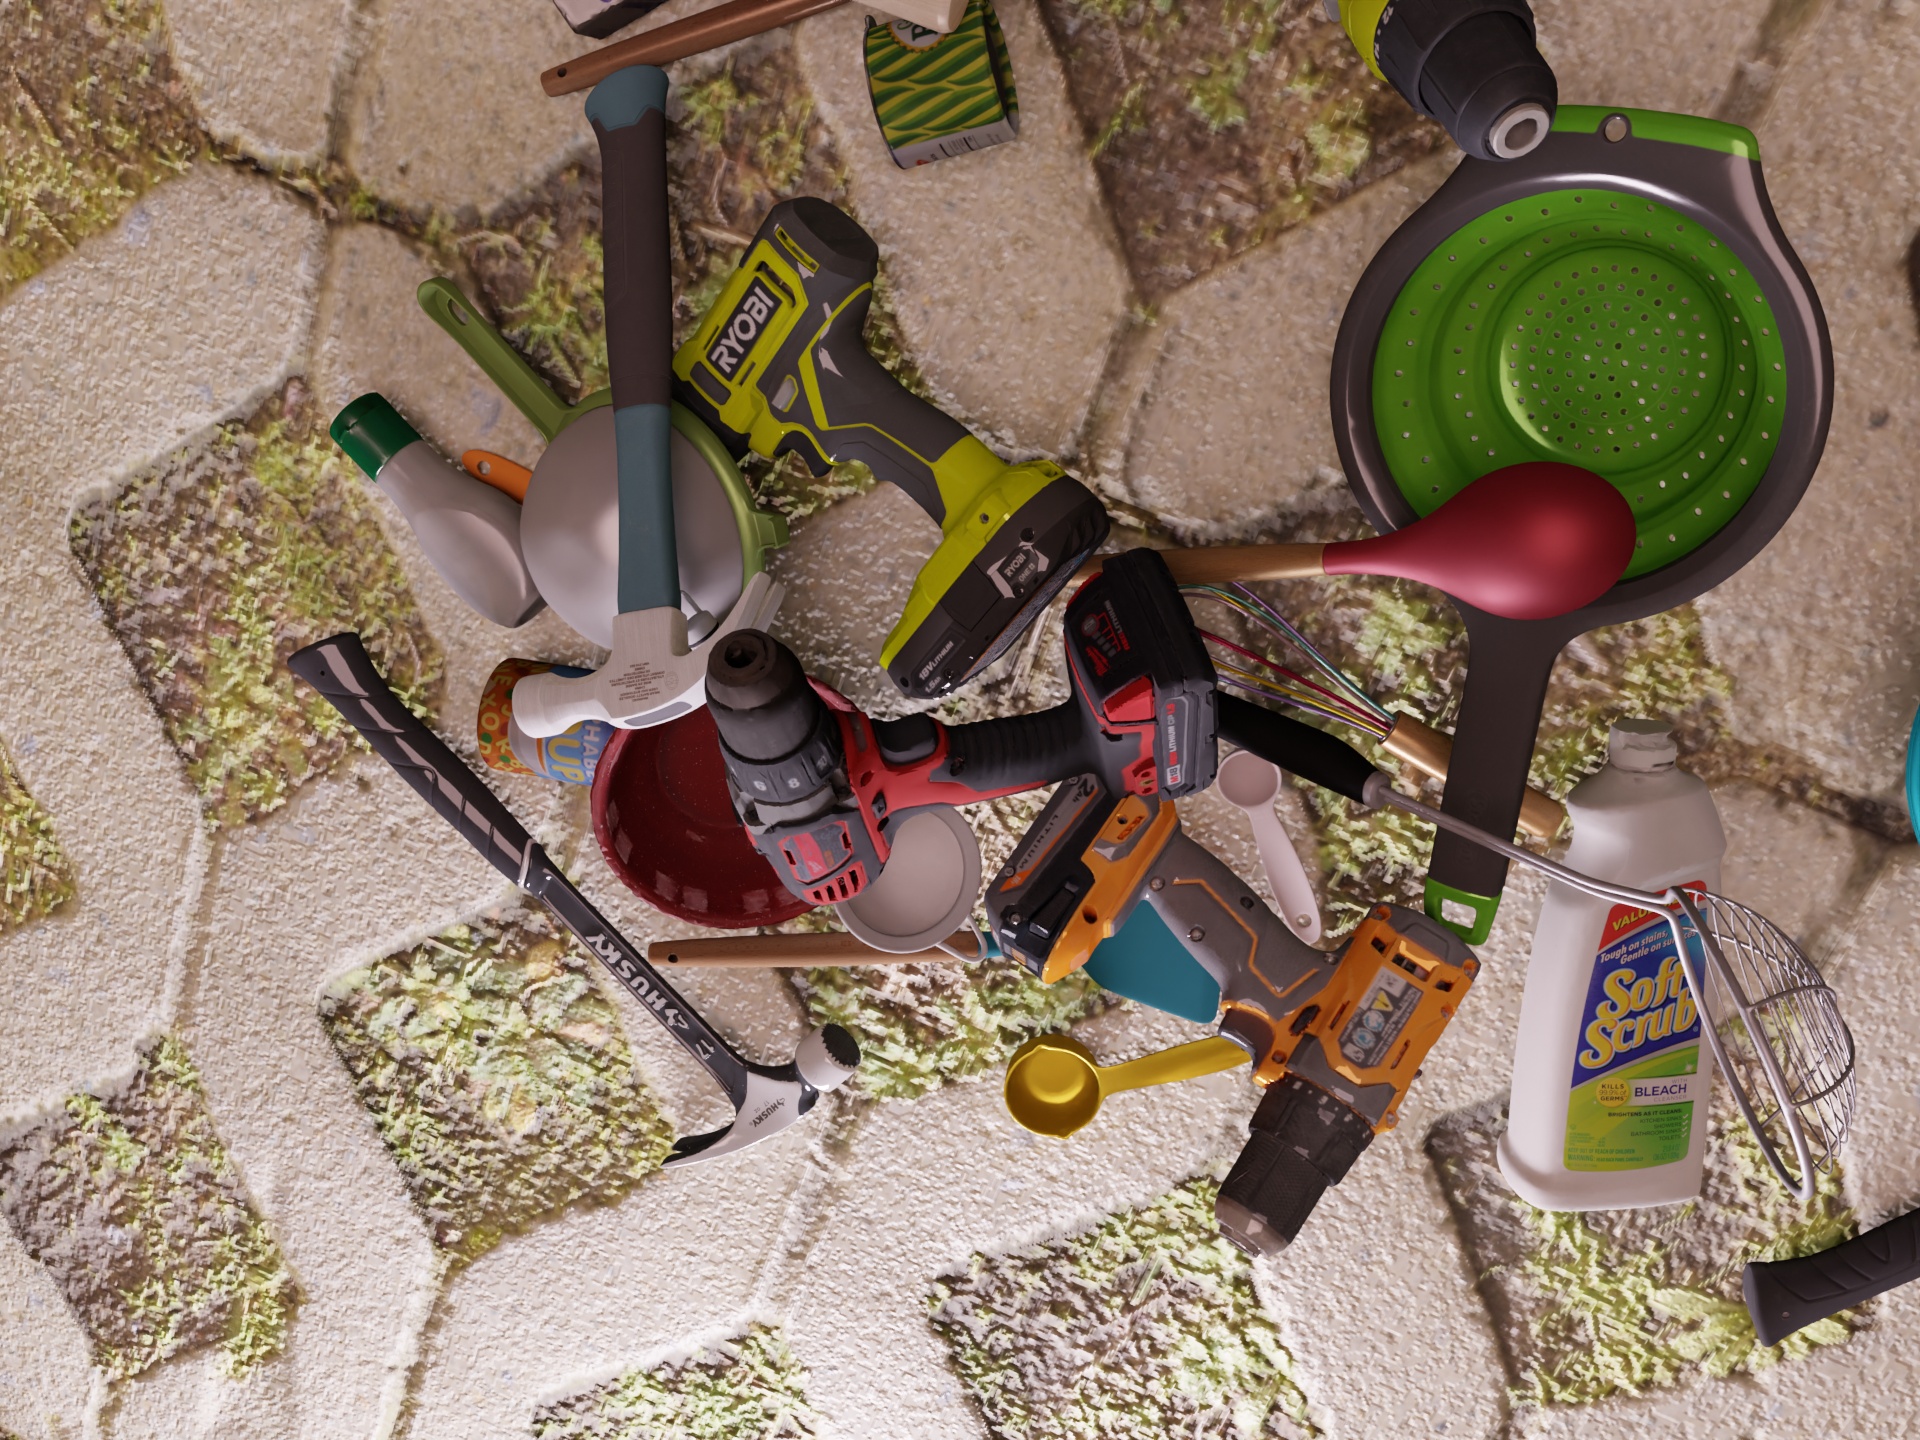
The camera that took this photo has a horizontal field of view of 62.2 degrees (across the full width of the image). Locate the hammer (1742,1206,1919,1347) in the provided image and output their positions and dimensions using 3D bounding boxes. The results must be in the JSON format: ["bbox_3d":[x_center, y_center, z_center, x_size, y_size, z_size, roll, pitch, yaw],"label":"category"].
[{"bbox_3d":[0.564,0.244,0.818,0.334,0.035,0.146,-35,97,20],"label":"hammer"}]

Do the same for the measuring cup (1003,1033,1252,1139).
[{"bbox_3d":[0.101,0.197,0.918,0.156,0.029,0.062,-14,104,5],"label":"measuring cup"}]

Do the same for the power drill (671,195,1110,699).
[{"bbox_3d":[-0.050,-0.125,0.805,0.223,0.080,0.171,46,123,6],"label":"power drill"}]

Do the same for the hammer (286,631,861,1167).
[{"bbox_3d":[-0.249,0.103,0.957,0.409,0.036,0.149,46,112,-4],"label":"hammer"}]

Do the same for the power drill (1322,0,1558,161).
[{"bbox_3d":[0.259,-0.333,0.633,0.228,0.191,0.080,-27,145,15],"label":"power drill"}]

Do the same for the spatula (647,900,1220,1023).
[{"bbox_3d":[-0.016,0.129,0.886,0.317,0.044,0.082,-2,106,-2],"label":"spatula"}]

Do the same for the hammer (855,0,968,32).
[{"bbox_3d":[-0.191,-0.388,0.737,0.410,0.038,0.146,22,111,8],"label":"hammer"}]

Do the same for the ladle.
[{"bbox_3d":[0.151,-0.077,0.754,0.315,0.031,0.069,0,107,37],"label":"ladle"}]

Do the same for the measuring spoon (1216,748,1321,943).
[{"bbox_3d":[0.171,0.067,0.863,0.034,0.018,0.124,-18,110,17],"label":"measuring spoon"}]

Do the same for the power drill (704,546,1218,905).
[{"bbox_3d":[-0.001,-0.002,0.732,0.226,0.080,0.187,-18,146,-2],"label":"power drill"}]

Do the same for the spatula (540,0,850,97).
[{"bbox_3d":[-0.064,-0.353,0.774,0.316,0.018,0.060,-10,86,16],"label":"spatula"}]

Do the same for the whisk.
[{"bbox_3d":[0.200,-0.004,0.816,0.245,0.047,0.051,30,108,-2],"label":"whisk"}]

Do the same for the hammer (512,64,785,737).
[{"bbox_3d":[-0.155,-0.161,0.766,0.128,0.033,0.331,-7,78,13],"label":"hammer"}]

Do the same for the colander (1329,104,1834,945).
[{"bbox_3d":[0.275,-0.079,0.745,0.205,0.094,0.396,17,120,28],"label":"colander"}]

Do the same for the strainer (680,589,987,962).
[{"bbox_3d":[-0.071,0.031,0.833,0.087,0.050,0.258,-43,112,-15],"label":"strainer"}]

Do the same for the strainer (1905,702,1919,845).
[{"bbox_3d":[0.508,-0.057,0.703,0.211,0.095,0.340,-14,102,14],"label":"strainer"}]

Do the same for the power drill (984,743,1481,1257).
[{"bbox_3d":[0.119,0.137,0.801,0.226,0.084,0.185,32,75,15],"label":"power drill"}]

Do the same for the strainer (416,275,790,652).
[{"bbox_3d":[-0.213,-0.130,0.825,0.256,0.069,0.151,48,132,5],"label":"strainer"}]

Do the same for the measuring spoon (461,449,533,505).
[{"bbox_3d":[-0.230,-0.121,0.891,0.117,0.011,0.021,28,111,3],"label":"measuring spoon"}]

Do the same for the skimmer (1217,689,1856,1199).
[{"bbox_3d":[0.225,0.078,0.723,0.364,0.127,0.090,28,74,39],"label":"skimmer"}]
